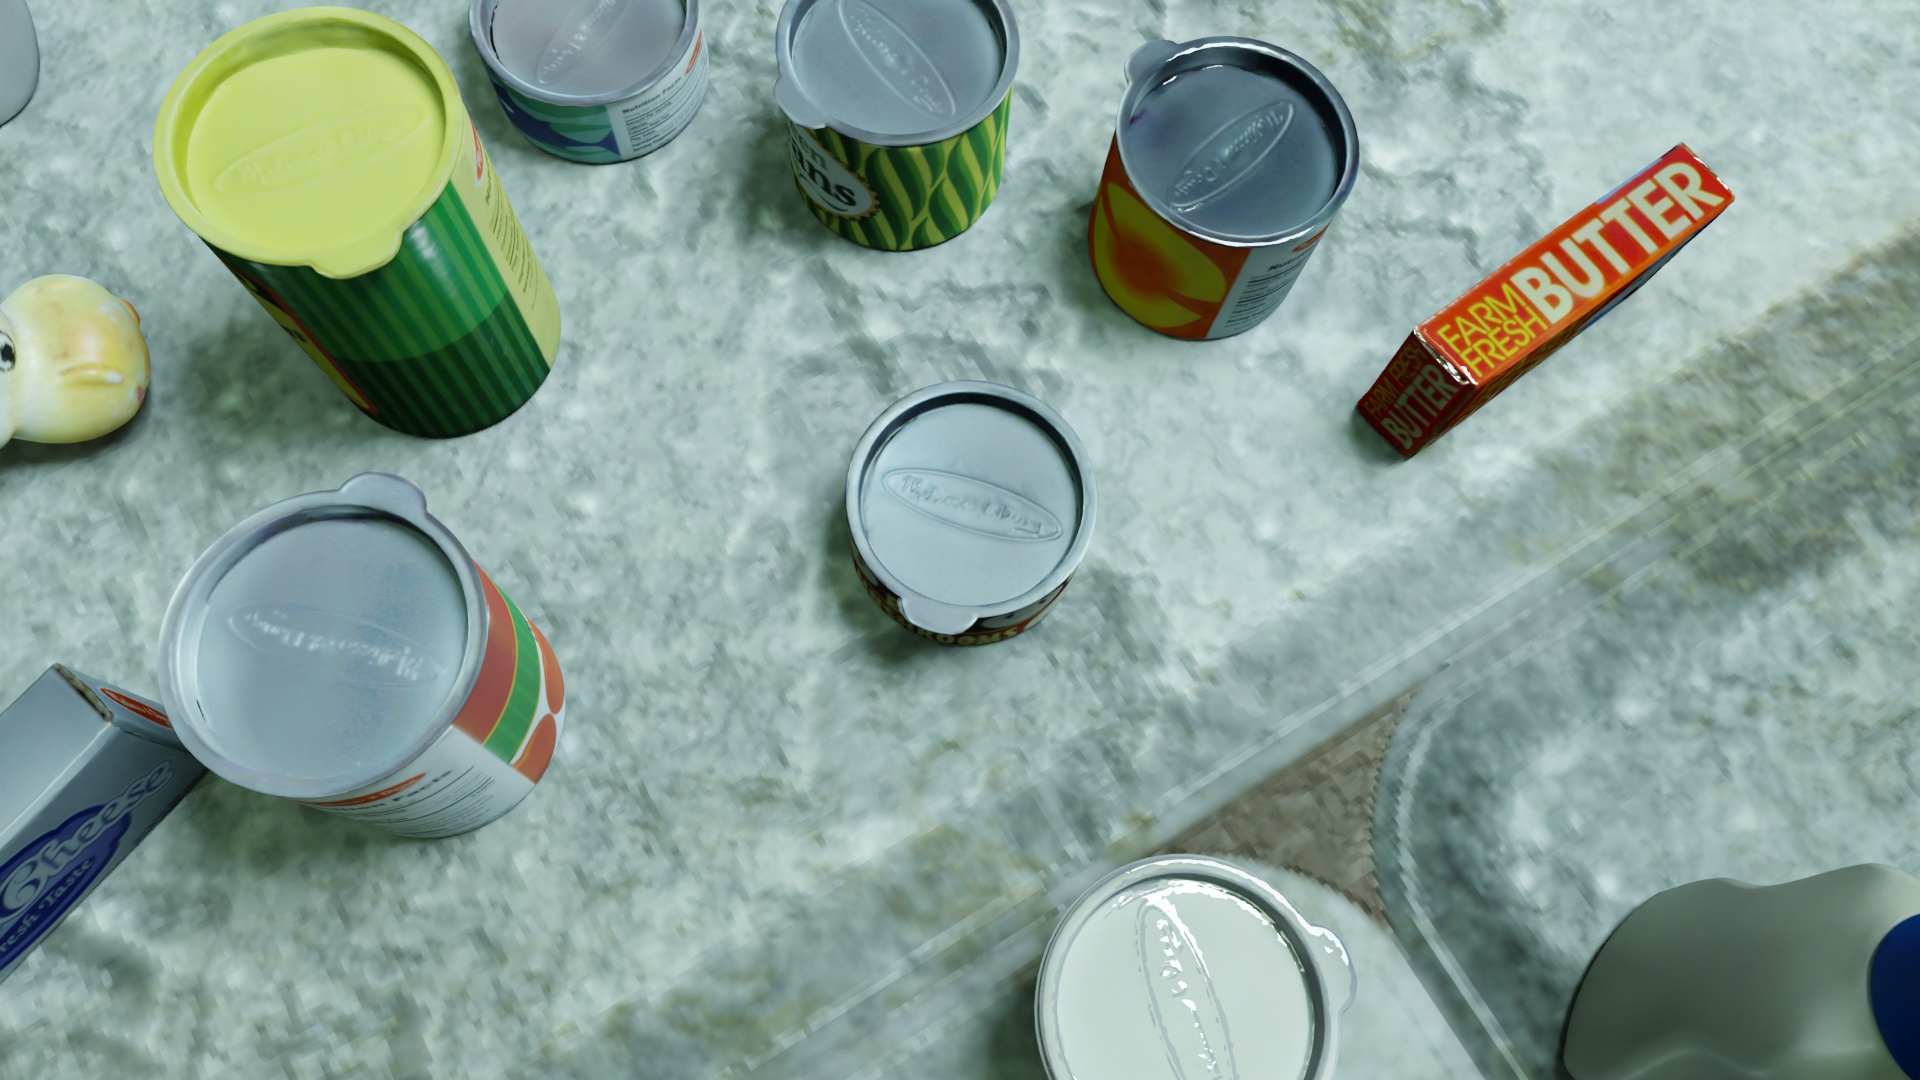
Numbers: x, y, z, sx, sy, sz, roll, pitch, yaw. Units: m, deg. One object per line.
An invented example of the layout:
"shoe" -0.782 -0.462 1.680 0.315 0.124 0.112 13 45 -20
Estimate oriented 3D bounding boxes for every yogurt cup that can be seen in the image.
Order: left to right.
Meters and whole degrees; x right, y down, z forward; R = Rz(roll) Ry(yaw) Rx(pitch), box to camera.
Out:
"yogurt cup" 0.049 0.111 0.327 0.072 0.053 0.072 1 71 -3

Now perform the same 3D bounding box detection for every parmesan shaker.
"parmesan shaker" -0.145 -0.072 0.352 0.071 0.102 0.071 1 72 -3

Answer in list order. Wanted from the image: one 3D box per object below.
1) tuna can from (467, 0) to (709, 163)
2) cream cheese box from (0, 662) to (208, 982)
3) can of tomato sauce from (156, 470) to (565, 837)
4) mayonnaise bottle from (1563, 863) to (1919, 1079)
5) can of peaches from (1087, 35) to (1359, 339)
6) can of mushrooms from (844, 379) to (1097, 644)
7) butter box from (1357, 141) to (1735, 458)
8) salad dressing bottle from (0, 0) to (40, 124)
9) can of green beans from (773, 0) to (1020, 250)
"tuna can" -0.112 -0.151 0.418 0.071 0.032 0.071 1 71 -3
"cream cheese box" -0.229 0.079 0.322 0.024 0.053 0.104 37 73 9
"can of tomato sauce" -0.135 0.031 0.328 0.071 0.083 0.071 1 71 -3
"mayonnaise bottle" 0.183 0.098 0.289 0.041 0.147 0.065 37 74 9
"can of peaches" 0.071 -0.100 0.398 0.071 0.058 0.071 1 71 -3
"can of mushrooms" 0.001 -0.005 0.374 0.071 0.033 0.071 1 71 -3
"butter box" 0.164 -0.067 0.394 0.104 0.053 0.024 -34 77 -13
"salad dressing bottle" -0.297 -0.162 0.351 0.064 0.147 0.044 -41 78 -15
"can of green beans" -0.018 -0.126 0.402 0.071 0.057 0.071 1 71 -3
